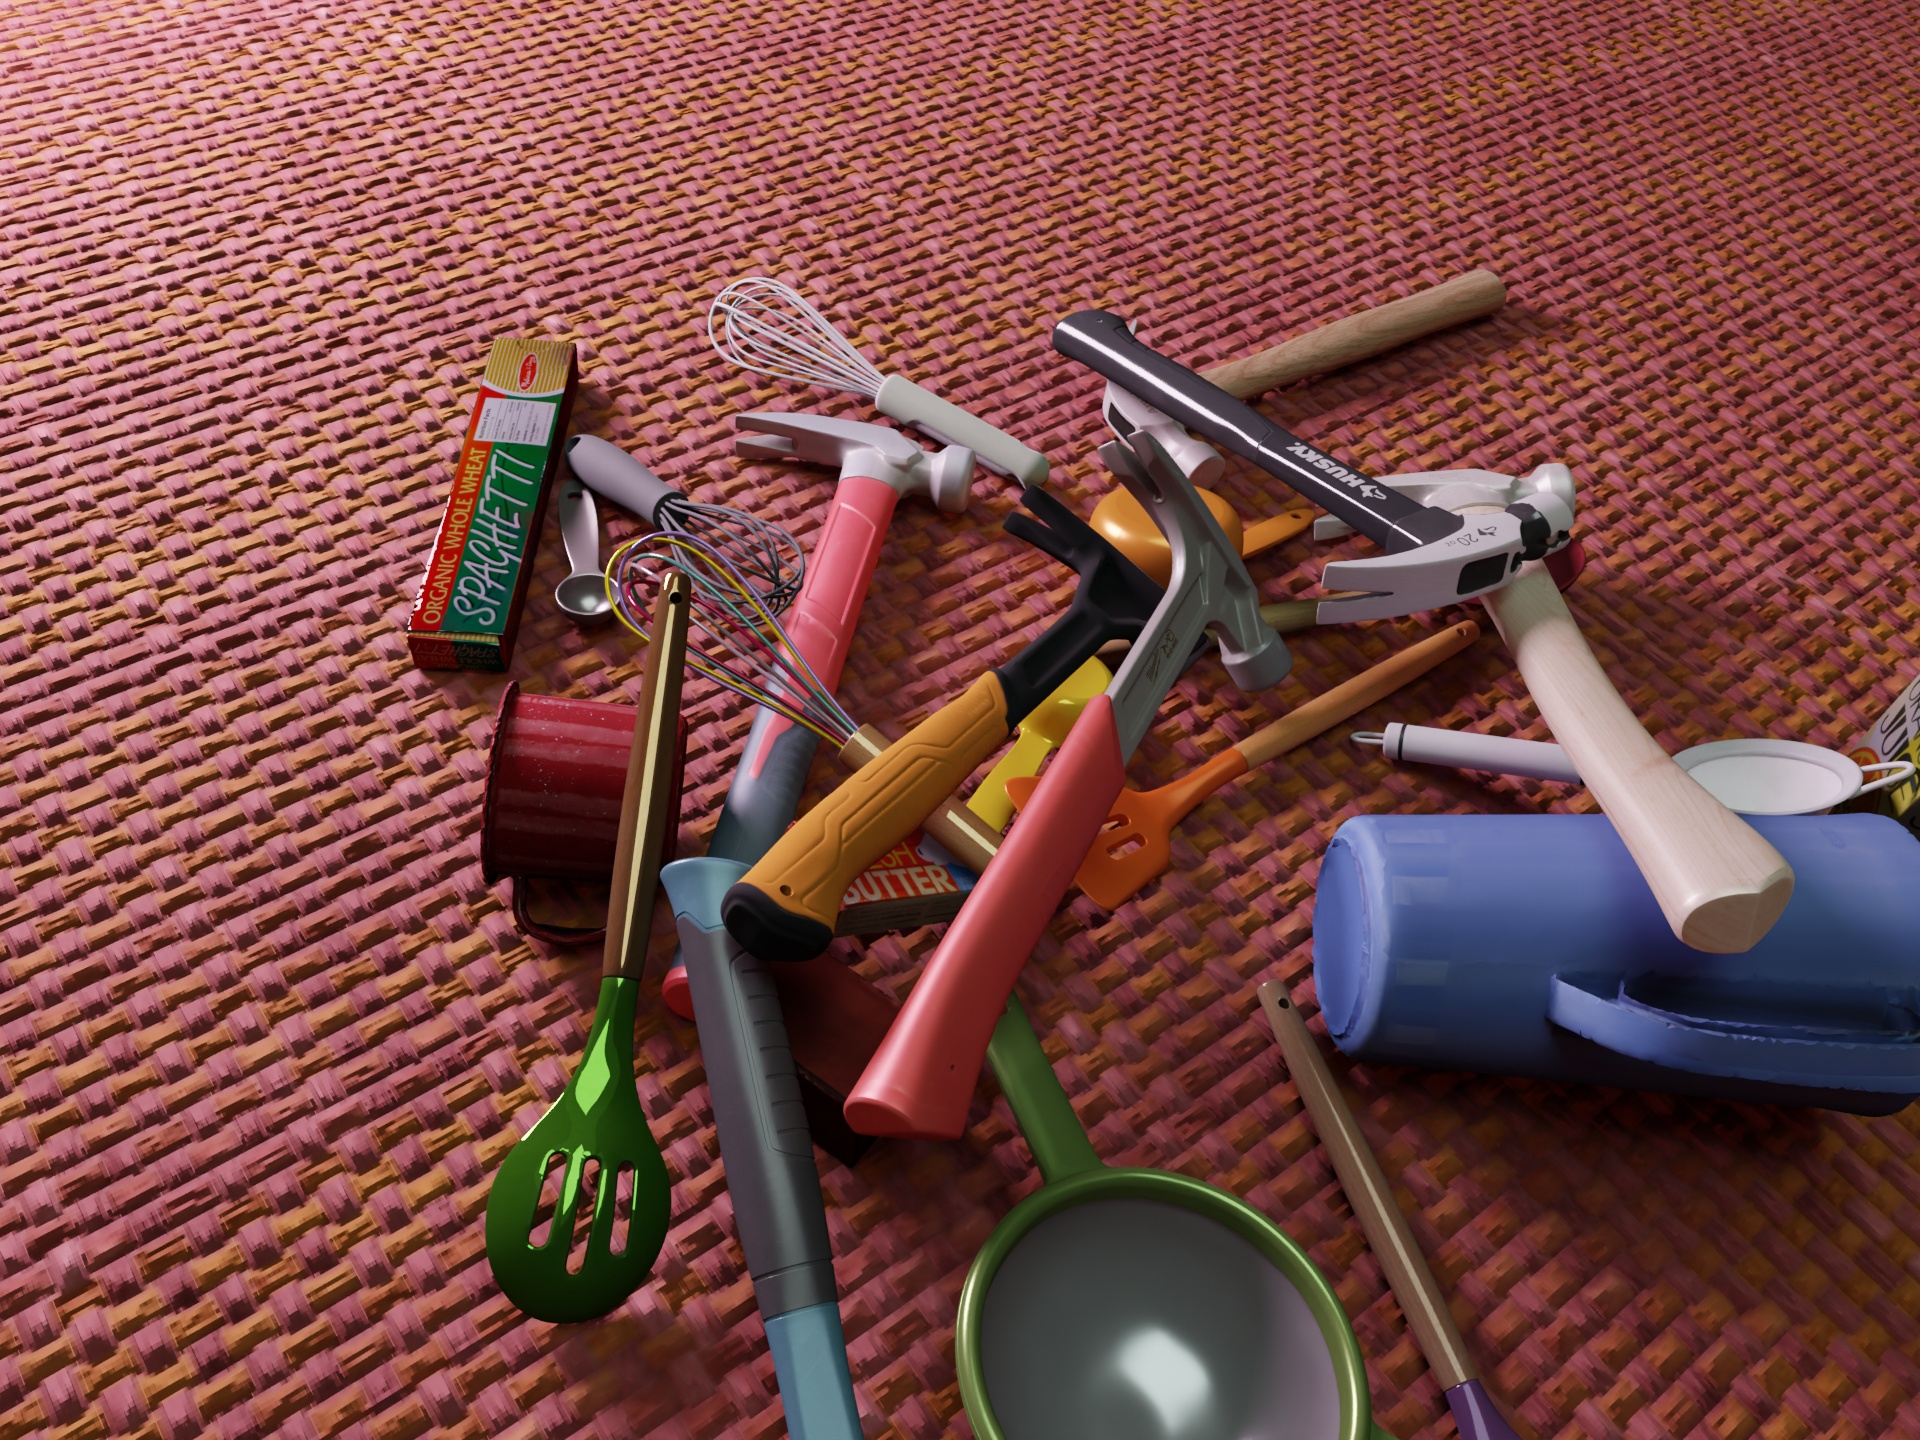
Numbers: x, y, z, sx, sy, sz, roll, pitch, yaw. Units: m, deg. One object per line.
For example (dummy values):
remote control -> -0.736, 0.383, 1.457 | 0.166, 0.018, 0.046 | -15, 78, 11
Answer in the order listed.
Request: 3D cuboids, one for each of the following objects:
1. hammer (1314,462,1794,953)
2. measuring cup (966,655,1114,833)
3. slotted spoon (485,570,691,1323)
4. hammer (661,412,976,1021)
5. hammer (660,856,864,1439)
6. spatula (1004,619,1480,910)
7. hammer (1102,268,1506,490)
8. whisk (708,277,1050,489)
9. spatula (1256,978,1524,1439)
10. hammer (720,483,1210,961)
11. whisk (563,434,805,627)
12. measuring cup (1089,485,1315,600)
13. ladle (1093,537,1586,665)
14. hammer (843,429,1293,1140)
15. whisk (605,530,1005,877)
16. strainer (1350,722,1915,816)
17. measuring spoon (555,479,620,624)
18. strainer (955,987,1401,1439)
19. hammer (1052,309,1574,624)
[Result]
hammer -> 0.277, -0.029, 0.767 | 0.146, 0.038, 0.411 | -4, 31, 4
measuring cup -> 0.035, 0.011, 0.789 | 0.062, 0.029, 0.157 | 26, 40, 9
slotted spoon -> -0.138, 0.081, 0.654 | 0.070, 0.031, 0.314 | 11, 68, -17
hammer -> -0.095, -0.023, 0.813 | 0.143, 0.038, 0.387 | 11, 49, 4
hammer -> -0.060, 0.203, 0.584 | 0.128, 0.033, 0.331 | -11, 65, -12
spatula -> 0.163, 0.007, 0.819 | 0.322, 0.041, 0.081 | -26, 65, -28
hammer -> 0.234, -0.244, 1.048 | 0.331, 0.031, 0.130 | -24, 57, -25
whisk -> -0.052, -0.203, 0.973 | 0.246, 0.057, 0.059 | 31, 87, 14
spatula -> 0.191, 0.241, 0.638 | 0.059, 0.018, 0.316 | -9, 53, -18
hammer -> -0.001, -0.002, 0.724 | 0.127, 0.034, 0.337 | 42, 42, 5
whisk -> -0.155, -0.108, 0.846 | 0.055, 0.055, 0.239 | -27, 40, -26
measuring cup -> 0.145, -0.111, 0.901 | 0.173, 0.052, 0.095 | -26, 43, -31
ladle -> 0.207, -0.062, 0.893 | 0.315, 0.031, 0.069 | -11, 34, -14
hammer -> 0.045, 0.026, 0.688 | 0.149, 0.037, 0.359 | 52, 48, -21
whisk -> -0.069, -0.001, 0.735 | 0.245, 0.051, 0.047 | 39, 36, 8
strainer -> 0.325, 0.026, 0.796 | 0.258, 0.050, 0.087 | 8, 26, 24
measuring spoon -> -0.208, -0.092, 0.876 | 0.034, 0.018, 0.124 | -5, 44, -15
strainer -> 0.047, 0.210, 0.615 | 0.151, 0.069, 0.257 | -8, 46, -23
hammer -> 0.159, -0.155, 0.883 | 0.146, 0.035, 0.335 | -23, 44, -26
